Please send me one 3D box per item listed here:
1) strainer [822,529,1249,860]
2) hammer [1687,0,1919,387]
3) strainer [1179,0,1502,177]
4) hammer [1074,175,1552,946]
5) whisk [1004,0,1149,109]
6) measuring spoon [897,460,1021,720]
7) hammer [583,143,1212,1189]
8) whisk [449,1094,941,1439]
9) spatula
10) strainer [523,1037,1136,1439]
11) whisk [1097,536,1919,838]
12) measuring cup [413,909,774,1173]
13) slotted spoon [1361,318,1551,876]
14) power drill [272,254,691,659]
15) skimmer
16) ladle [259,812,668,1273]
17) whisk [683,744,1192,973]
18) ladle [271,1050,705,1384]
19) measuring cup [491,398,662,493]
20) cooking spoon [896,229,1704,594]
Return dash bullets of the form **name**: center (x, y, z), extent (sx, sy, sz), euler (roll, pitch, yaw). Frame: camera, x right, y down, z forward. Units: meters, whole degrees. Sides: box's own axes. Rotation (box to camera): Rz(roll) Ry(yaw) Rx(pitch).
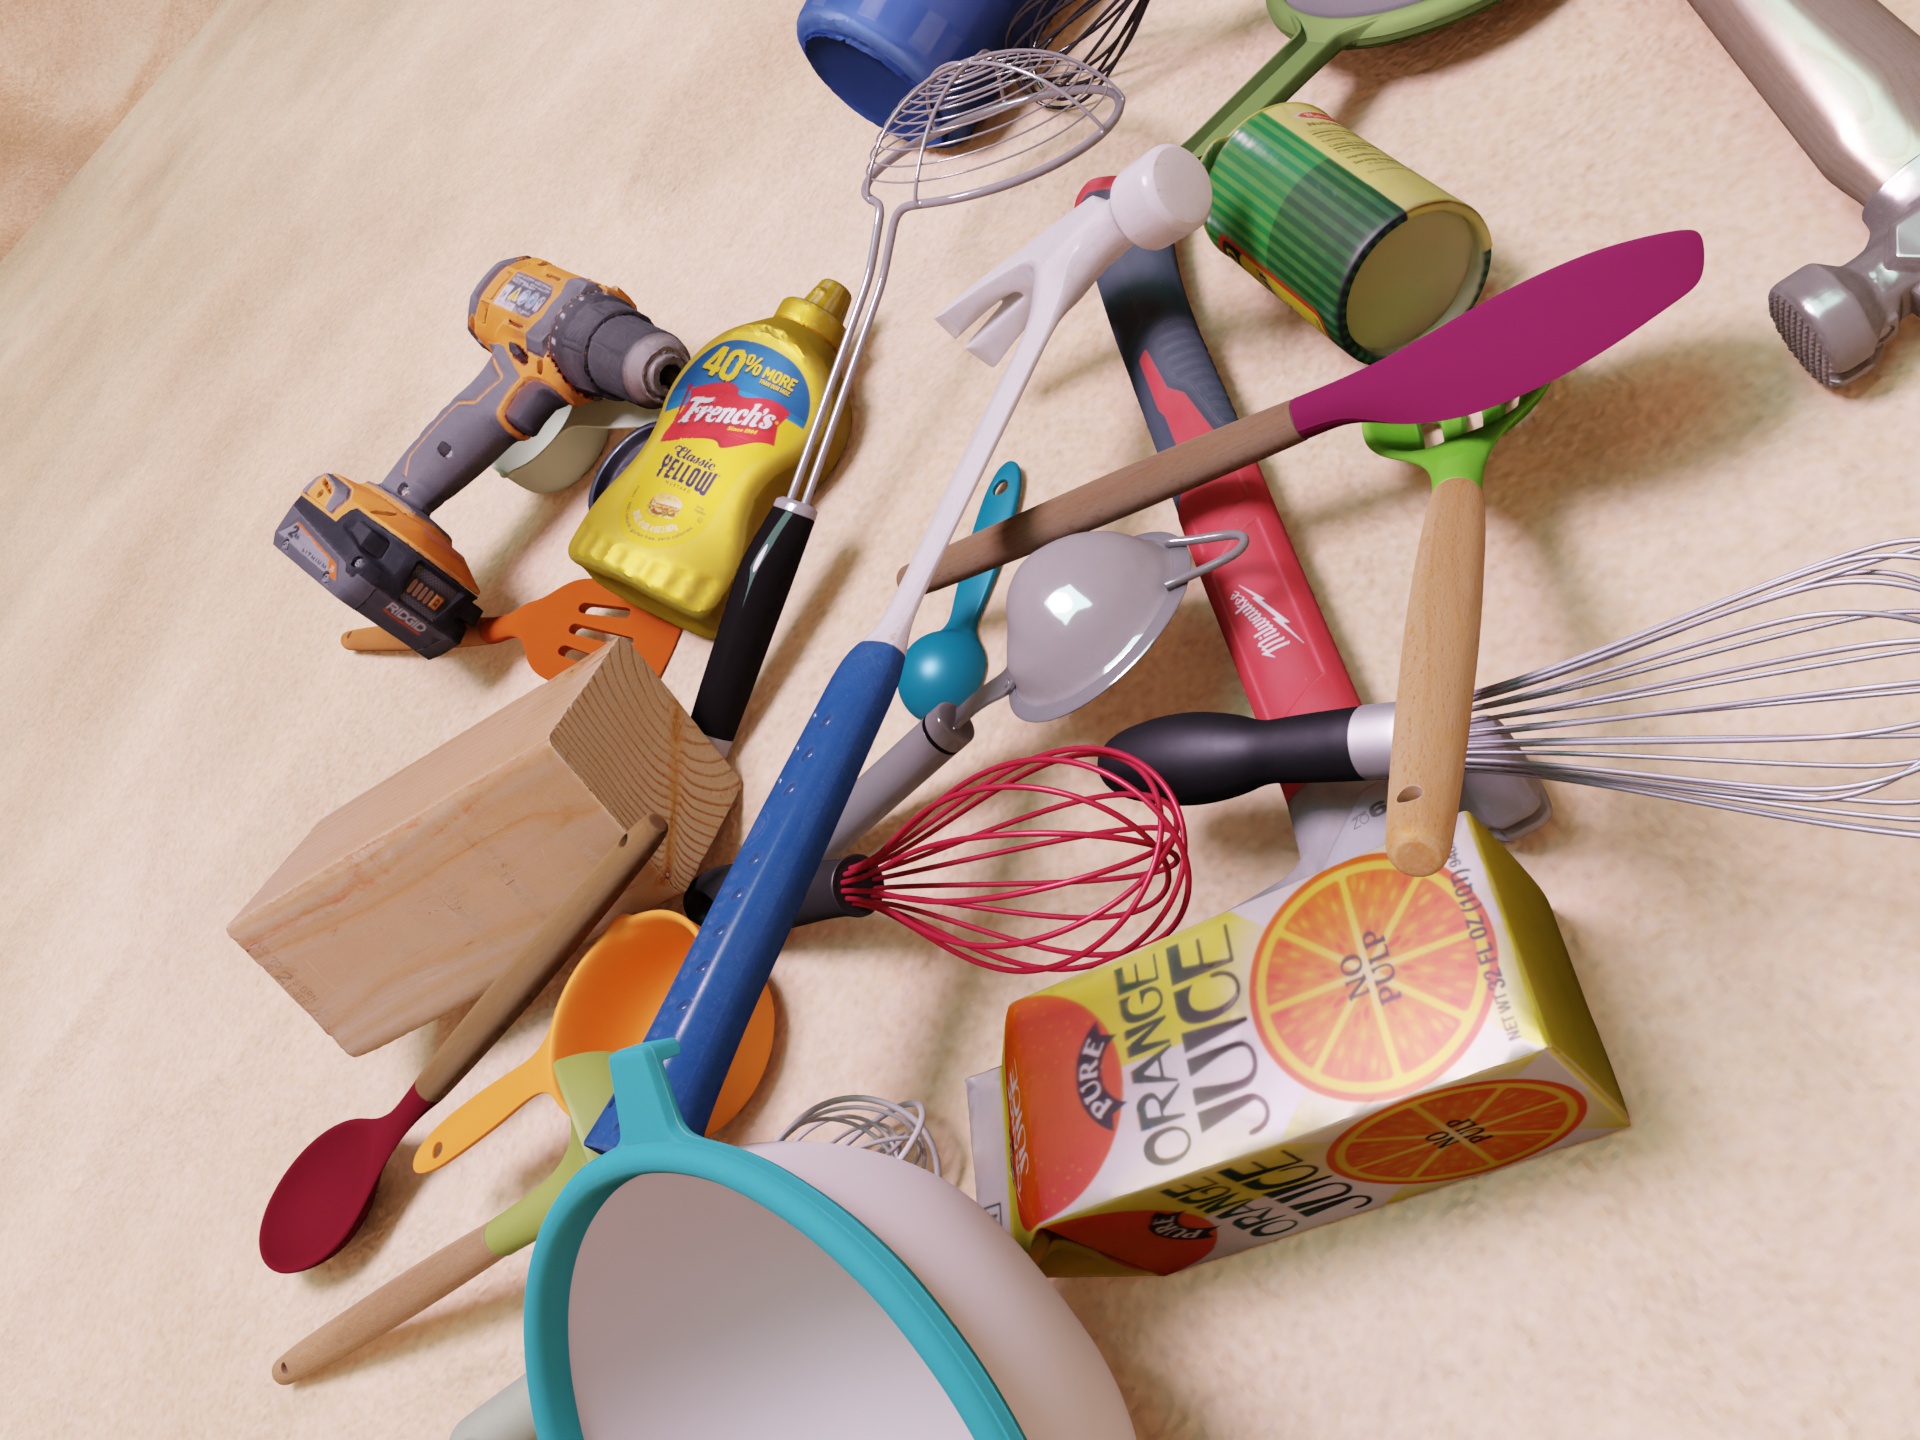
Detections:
- **strainer**: center (-0.001, -0.002, 0.601), extent (0.258, 0.050, 0.087), euler (-42, 24, 33)
- **hammer**: center (0.246, -0.305, 0.552), extent (0.146, 0.038, 0.411), euler (-34, 61, 17)
- **strainer**: center (0.156, -0.319, 0.657), extent (0.256, 0.069, 0.152), euler (-46, 42, -12)
- **hammer**: center (0.085, -0.084, 0.615), extent (0.143, 0.038, 0.387), euler (-32, 46, 22)
- **whisk**: center (0.091, -0.347, 0.728), extent (0.239, 0.055, 0.055), euler (-13, 52, 61)
- **measuring spoon**: center (0.000, -0.061, 0.683), extent (0.042, 0.021, 0.129), euler (0, 64, 40)
- **hammer**: center (-0.027, -0.031, 0.574), extent (0.144, 0.035, 0.406), euler (-15, 46, 57)
- **whisk**: center (-0.102, 0.211, 0.578), extent (0.246, 0.057, 0.059), euler (-39, 10, 18)
- **spatula**: center (-0.272, -0.045, 0.908), extent (0.323, 0.041, 0.081), euler (1, 63, 45)
- **strainer**: center (0.024, 0.233, 0.416), extent (0.341, 0.095, 0.211), euler (34, 122, 28)
- **whisk**: center (0.146, 0.004, 0.434), extent (0.285, 0.070, 0.070), euler (-8, 58, 46)
- **measuring cup**: center (-0.149, 0.148, 0.651), extent (0.173, 0.052, 0.095), euler (-35, 45, 20)
- **slotted spoon**: center (0.141, -0.052, 0.463), extent (0.070, 0.031, 0.314), euler (-20, 23, 29)
- **power drill**: center (-0.253, -0.147, 0.869), extent (0.185, 0.084, 0.226), euler (30, 80, 42)
- **skimmer**: center (-0.033, -0.147, 0.746), extent (0.127, 0.090, 0.363), euler (24, 94, 47)
- **ladle**: center (-0.218, 0.143, 0.688), extent (0.315, 0.031, 0.069), euler (-46, 40, 24)
- **whisk**: center (-0.026, 0.059, 0.570), extent (0.296, 0.073, 0.073), euler (-14, 53, 52)
- **ladle**: center (-0.202, 0.213, 0.616), extent (0.320, 0.062, 0.078), euler (-36, 72, 33)
- **measuring cup**: center (-0.209, -0.168, 0.926), extent (0.168, 0.038, 0.083), euler (6, 68, 38)
- **cooking spoon**: center (0.097, -0.097, 0.563), extent (0.319, 0.017, 0.069), euler (-19, 33, 37)
